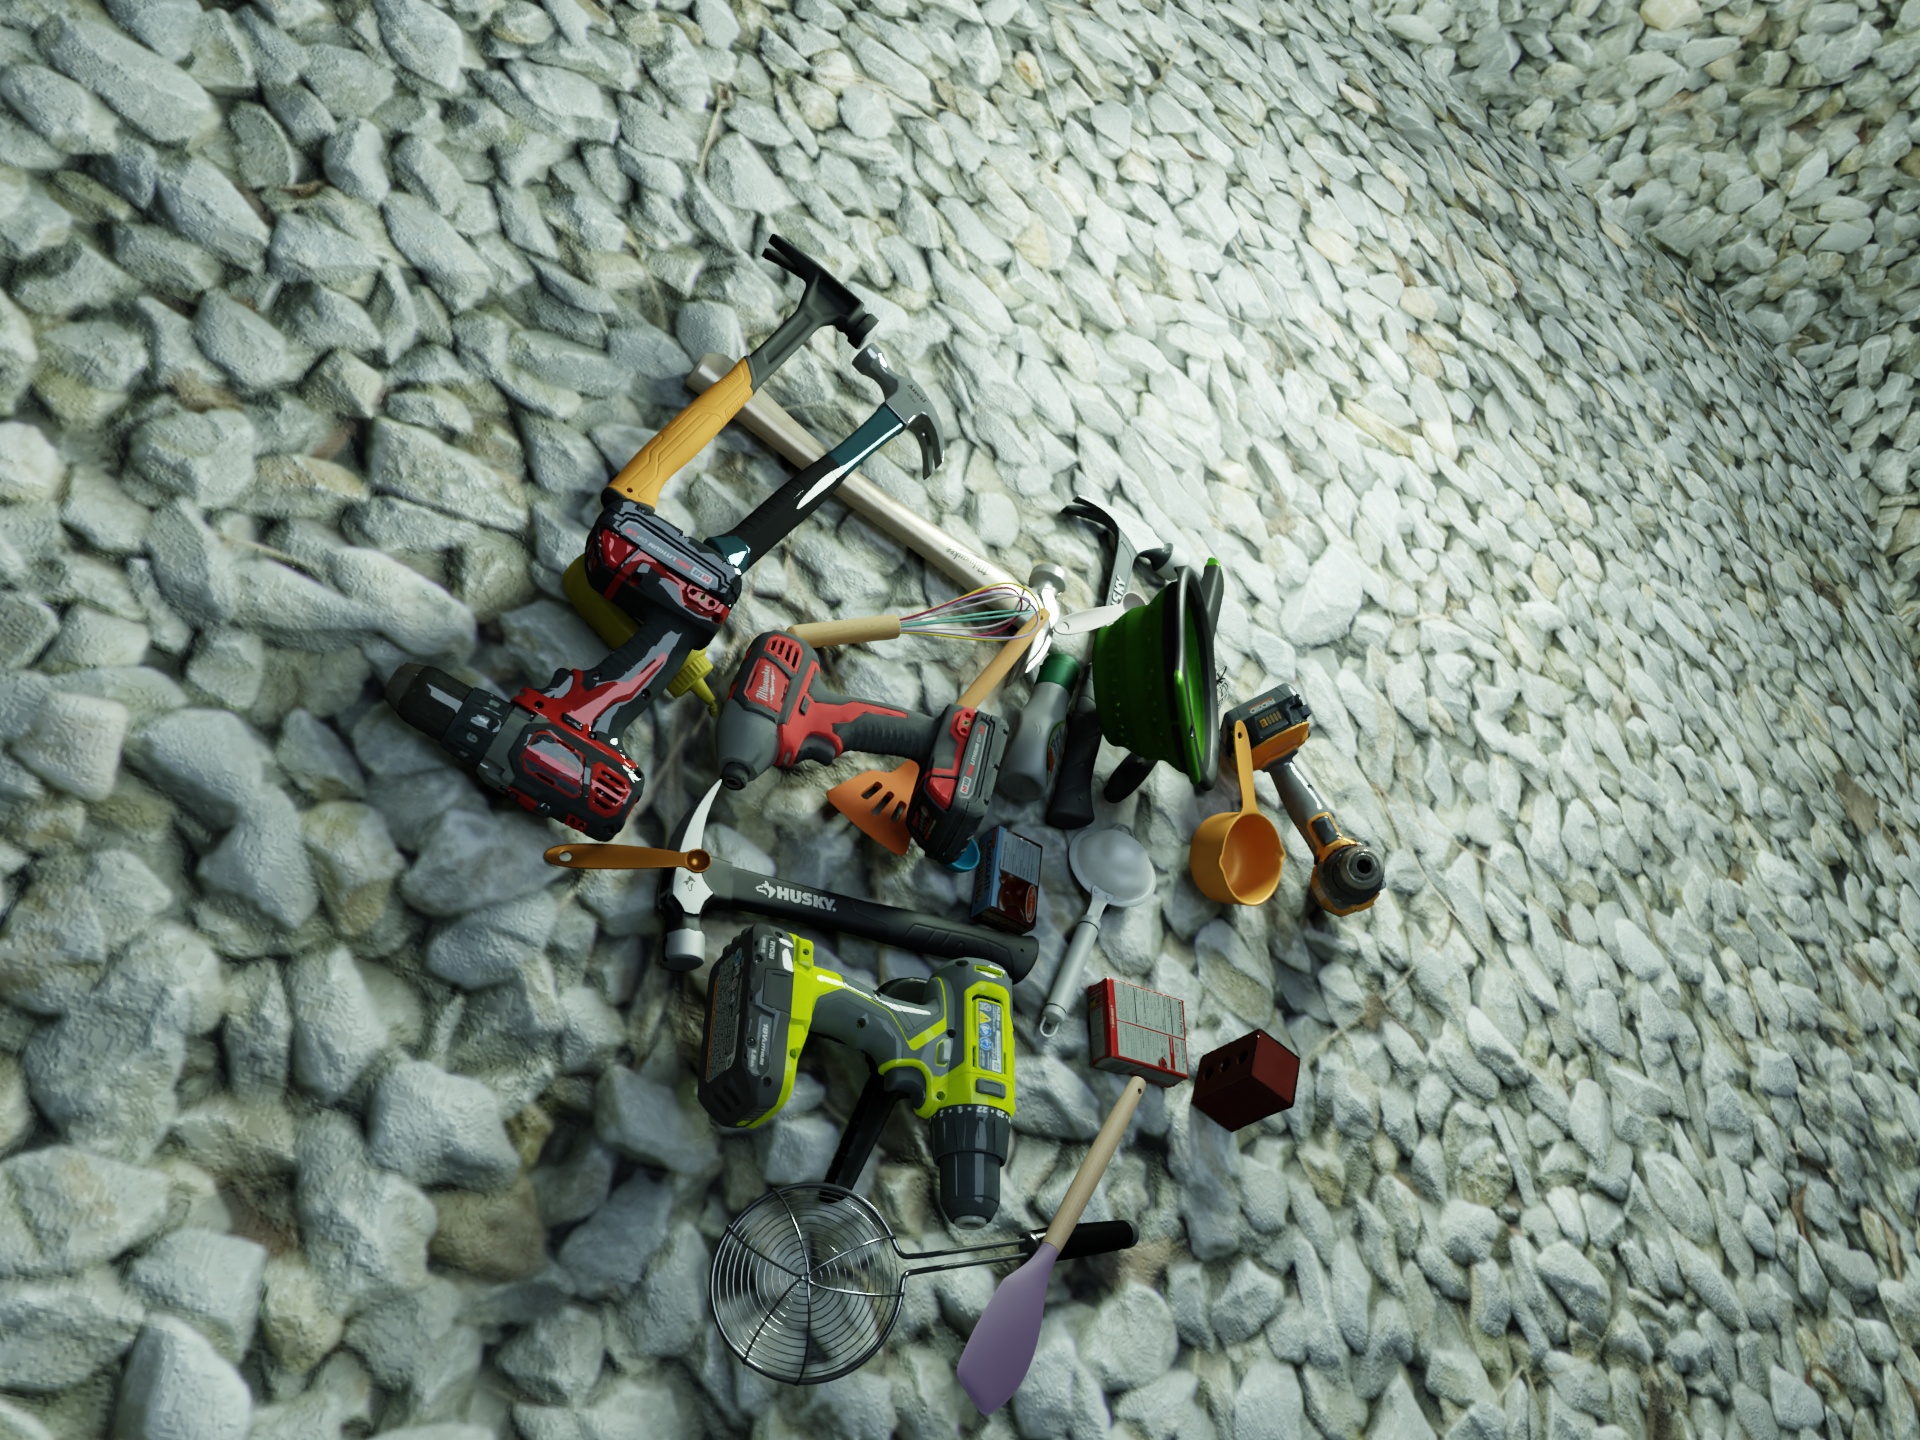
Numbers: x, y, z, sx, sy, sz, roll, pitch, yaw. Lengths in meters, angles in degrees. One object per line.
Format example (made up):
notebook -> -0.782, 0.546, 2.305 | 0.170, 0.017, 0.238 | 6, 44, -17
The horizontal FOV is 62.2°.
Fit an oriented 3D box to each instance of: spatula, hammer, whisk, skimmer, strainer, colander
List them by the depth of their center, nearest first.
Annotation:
skimmer -> -0.011, 0.390, 1.146 | 0.363, 0.090, 0.127 | 12, 59, -46
spatula -> 0.077, 0.372, 1.169 | 0.059, 0.018, 0.316 | 59, 39, -15
hammer -> -0.077, 0.149, 1.241 | 0.334, 0.035, 0.146 | 18, 54, -31
hammer -> -0.204, -0.290, 1.374 | 0.127, 0.034, 0.337 | 40, 56, -7
spatula -> -0.002, -0.004, 1.376 | 0.081, 0.041, 0.323 | 39, 54, 2
strainer -> 0.117, 0.172, 1.383 | 0.087, 0.050, 0.259 | 29, 50, -1
whisk -> -0.038, -0.088, 1.392 | 0.245, 0.051, 0.047 | -8, 111, -26
hammer -> -0.120, -0.215, 1.394 | 0.128, 0.033, 0.331 | 45, 47, -5
hammer -> -0.078, -0.192, 1.459 | 0.410, 0.038, 0.146 | 35, 48, -17
colander -> 0.192, -0.070, 1.515 | 0.397, 0.094, 0.204 | -63, 144, -61
hammer -> 0.135, -0.060, 1.549 | 0.149, 0.036, 0.409 | 32, 48, -18
whisk -> 0.202, 0.011, 1.552 | 0.055, 0.055, 0.239 | 49, 48, -3

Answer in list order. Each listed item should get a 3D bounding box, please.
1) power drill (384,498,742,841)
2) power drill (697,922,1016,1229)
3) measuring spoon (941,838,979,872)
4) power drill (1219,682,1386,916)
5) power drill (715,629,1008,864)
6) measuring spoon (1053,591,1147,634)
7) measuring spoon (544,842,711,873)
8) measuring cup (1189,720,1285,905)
power drill -> -0.280, -0.047, 1.142 | 0.187, 0.080, 0.227 | 32, 67, -12
power drill -> -0.062, 0.245, 1.114 | 0.228, 0.080, 0.191 | 19, 51, -25
measuring spoon -> -0.007, 0.080, 1.361 | 0.042, 0.021, 0.129 | 24, 41, -25
power drill -> 0.337, 0.080, 1.534 | 0.226, 0.084, 0.185 | 63, 1, 13
power drill -> -0.084, 0.024, 1.259 | 0.219, 0.078, 0.143 | 21, 50, -5
measuring spoon -> 0.133, -0.098, 1.541 | 0.124, 0.018, 0.034 | -16, 80, -37
measuring spoon -> -0.237, 0.100, 1.133 | 0.117, 0.011, 0.021 | 3, 54, -10
measuring cup -> 0.253, 0.088, 1.502 | 0.095, 0.052, 0.173 | -2, 87, -40
